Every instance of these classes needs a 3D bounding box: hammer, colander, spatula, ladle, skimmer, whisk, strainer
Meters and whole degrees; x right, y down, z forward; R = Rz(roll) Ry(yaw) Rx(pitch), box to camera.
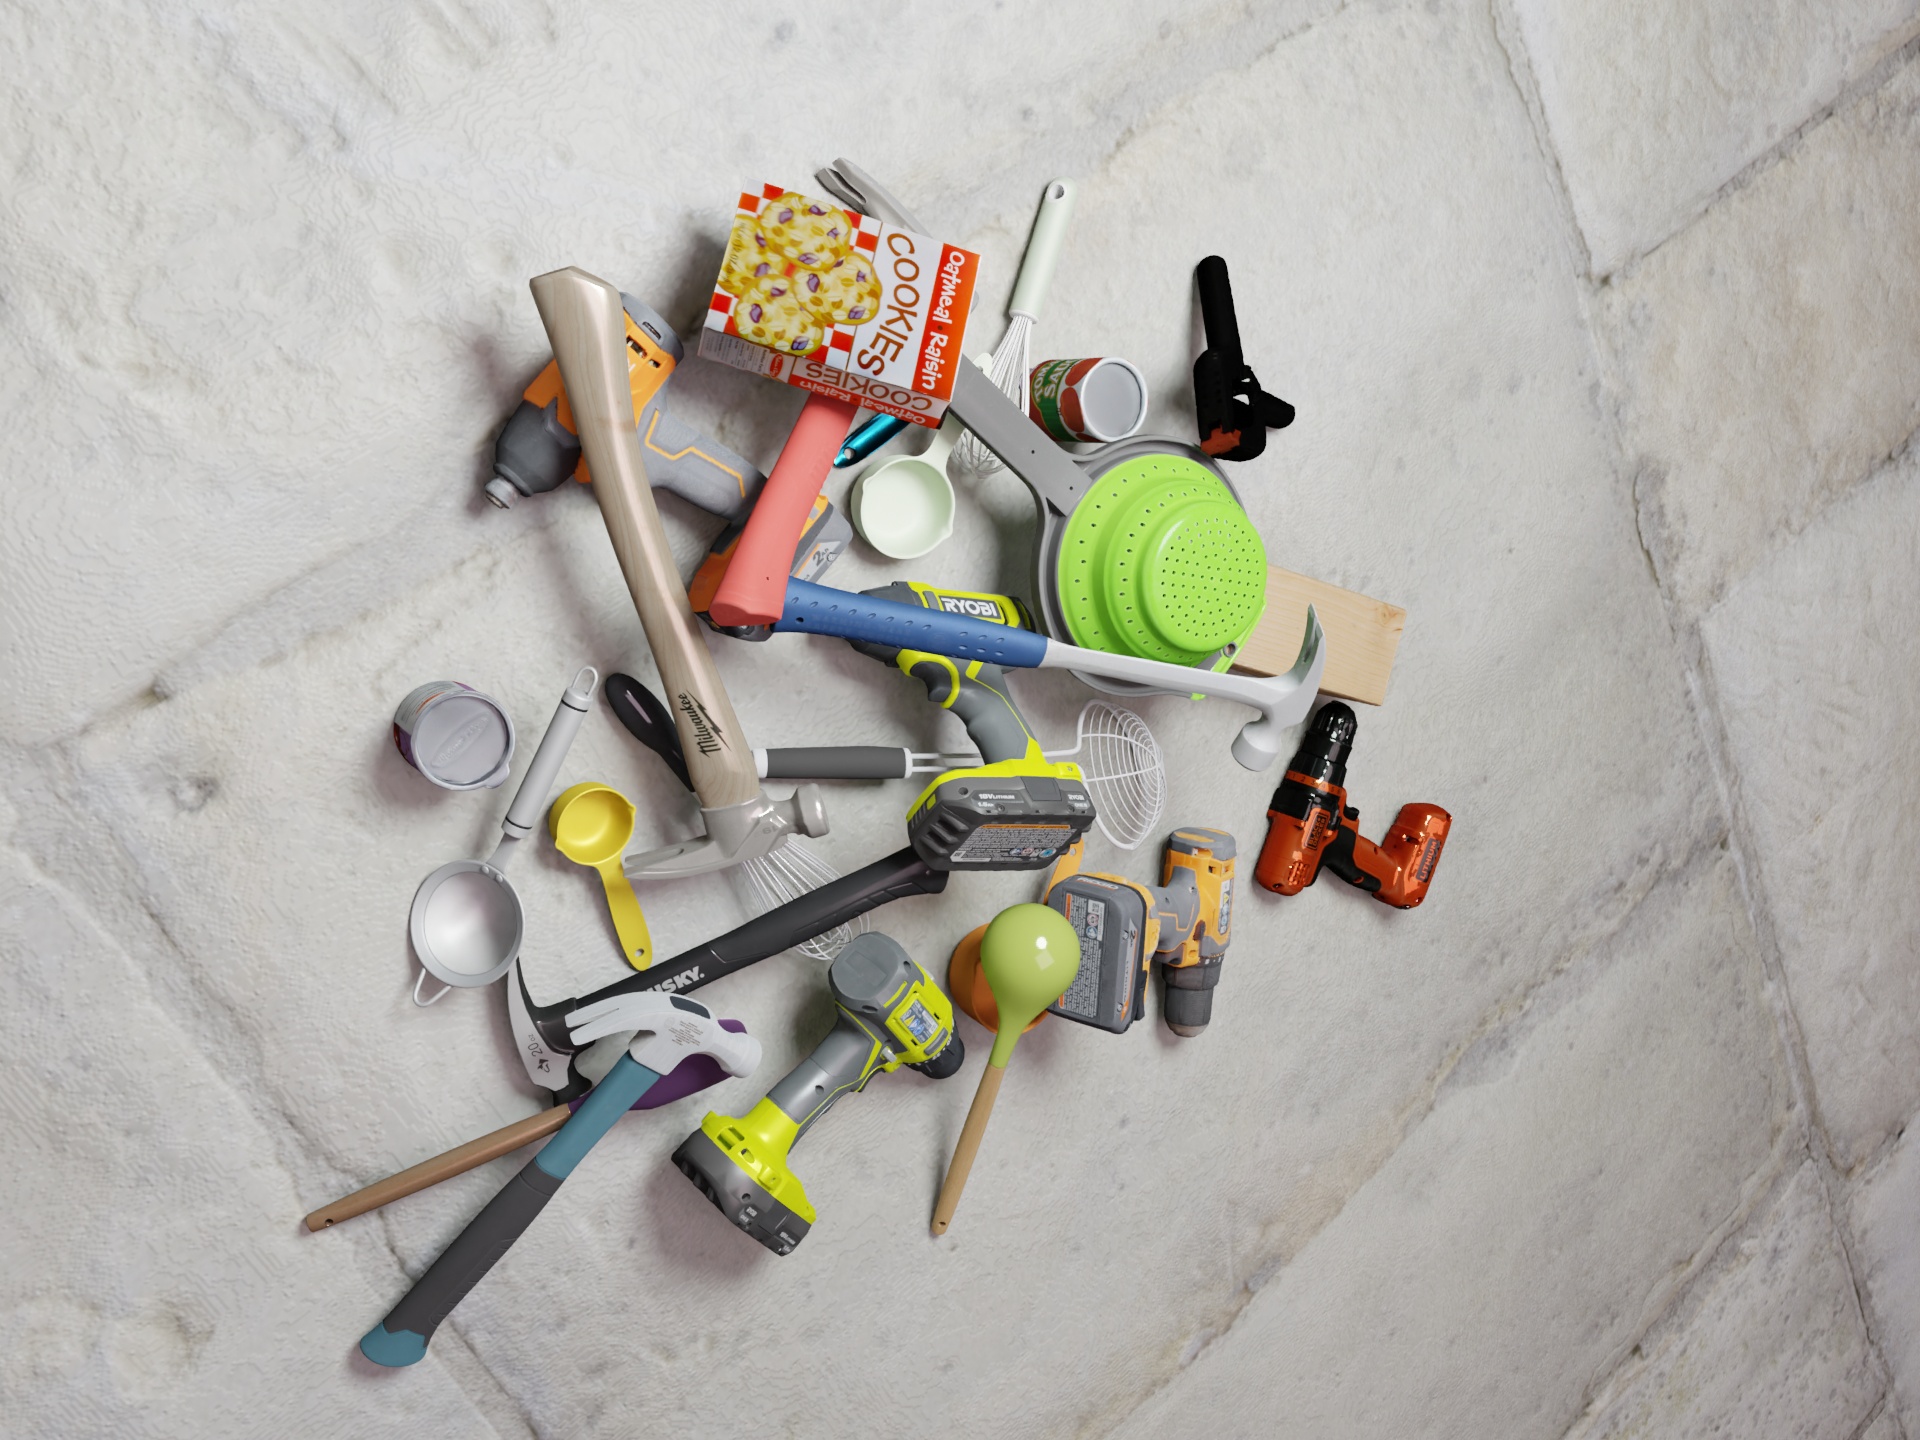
[{"bbox_3d":[0.069,-0.051,1.125,0.405,0.035,0.144,10,132,-17],"label":"hammer"},{"bbox_3d":[0.106,-0.157,1.160,0.396,0.095,0.204,39,81,-28],"label":"colander"},{"bbox_3d":[-0.096,-0.218,1.087,0.149,0.037,0.359,39,57,-29],"label":"hammer"},{"bbox_3d":[-0.296,0.281,1.104,0.316,0.018,0.059,-22,118,-12],"label":"spatula"},{"bbox_3d":[0.023,0.286,1.276,0.078,0.062,0.320,14,117,-6],"label":"ladle"},{"bbox_3d":[0.006,0.043,1.267,0.363,0.090,0.127,0,72,-20],"label":"skimmer"},{"bbox_3d":[-0.289,0.318,1.093,0.331,0.033,0.128,-48,124,3],"label":"hammer"},{"bbox_3d":[-0.161,0.159,1.135,0.335,0.035,0.146,-24,112,-6],"label":"hammer"},{"bbox_3d":[-0.209,-0.086,1.043,0.146,0.038,0.410,-16,112,-3],"label":"hammer"},{"bbox_3d":[0.047,-0.305,1.231,0.059,0.058,0.246,25,81,-66],"label":"whisk"},{"bbox_3d":[-0.298,0.078,1.063,0.258,0.087,0.050,-62,167,11],"label":"strainer"},{"bbox_3d":[-0.163,0.073,1.164,0.070,0.070,0.284,-44,113,-17],"label":"whisk"}]

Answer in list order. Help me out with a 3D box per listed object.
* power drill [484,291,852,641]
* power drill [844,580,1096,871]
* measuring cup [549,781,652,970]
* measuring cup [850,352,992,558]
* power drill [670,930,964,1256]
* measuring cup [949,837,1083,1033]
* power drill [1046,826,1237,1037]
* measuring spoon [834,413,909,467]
[{"bbox_3d":[-0.202,-0.155,1.086,0.226,0.084,0.164,44,78,-25],"label":"power drill"},{"bbox_3d":[-0.002,-0.004,1.168,0.171,0.223,0.080,3,142,-33],"label":"power drill"},{"bbox_3d":[-0.252,0.113,1.139,0.062,0.029,0.156,-27,123,-26],"label":"measuring cup"},{"bbox_3d":[-0.025,-0.202,1.195,0.083,0.038,0.167,27,91,-30],"label":"measuring cup"},{"bbox_3d":[-0.093,0.287,1.213,0.228,0.080,0.190,-47,144,-14],"label":"power drill"},{"bbox_3d":[0.051,0.171,1.310,0.095,0.052,0.173,29,82,-31],"label":"measuring cup"},{"bbox_3d":[0.158,0.196,1.333,0.226,0.084,0.185,-11,108,-53],"label":"power drill"},{"bbox_3d":[-0.047,-0.230,1.204,0.128,0.021,0.042,-38,100,-10],"label":"measuring spoon"}]
